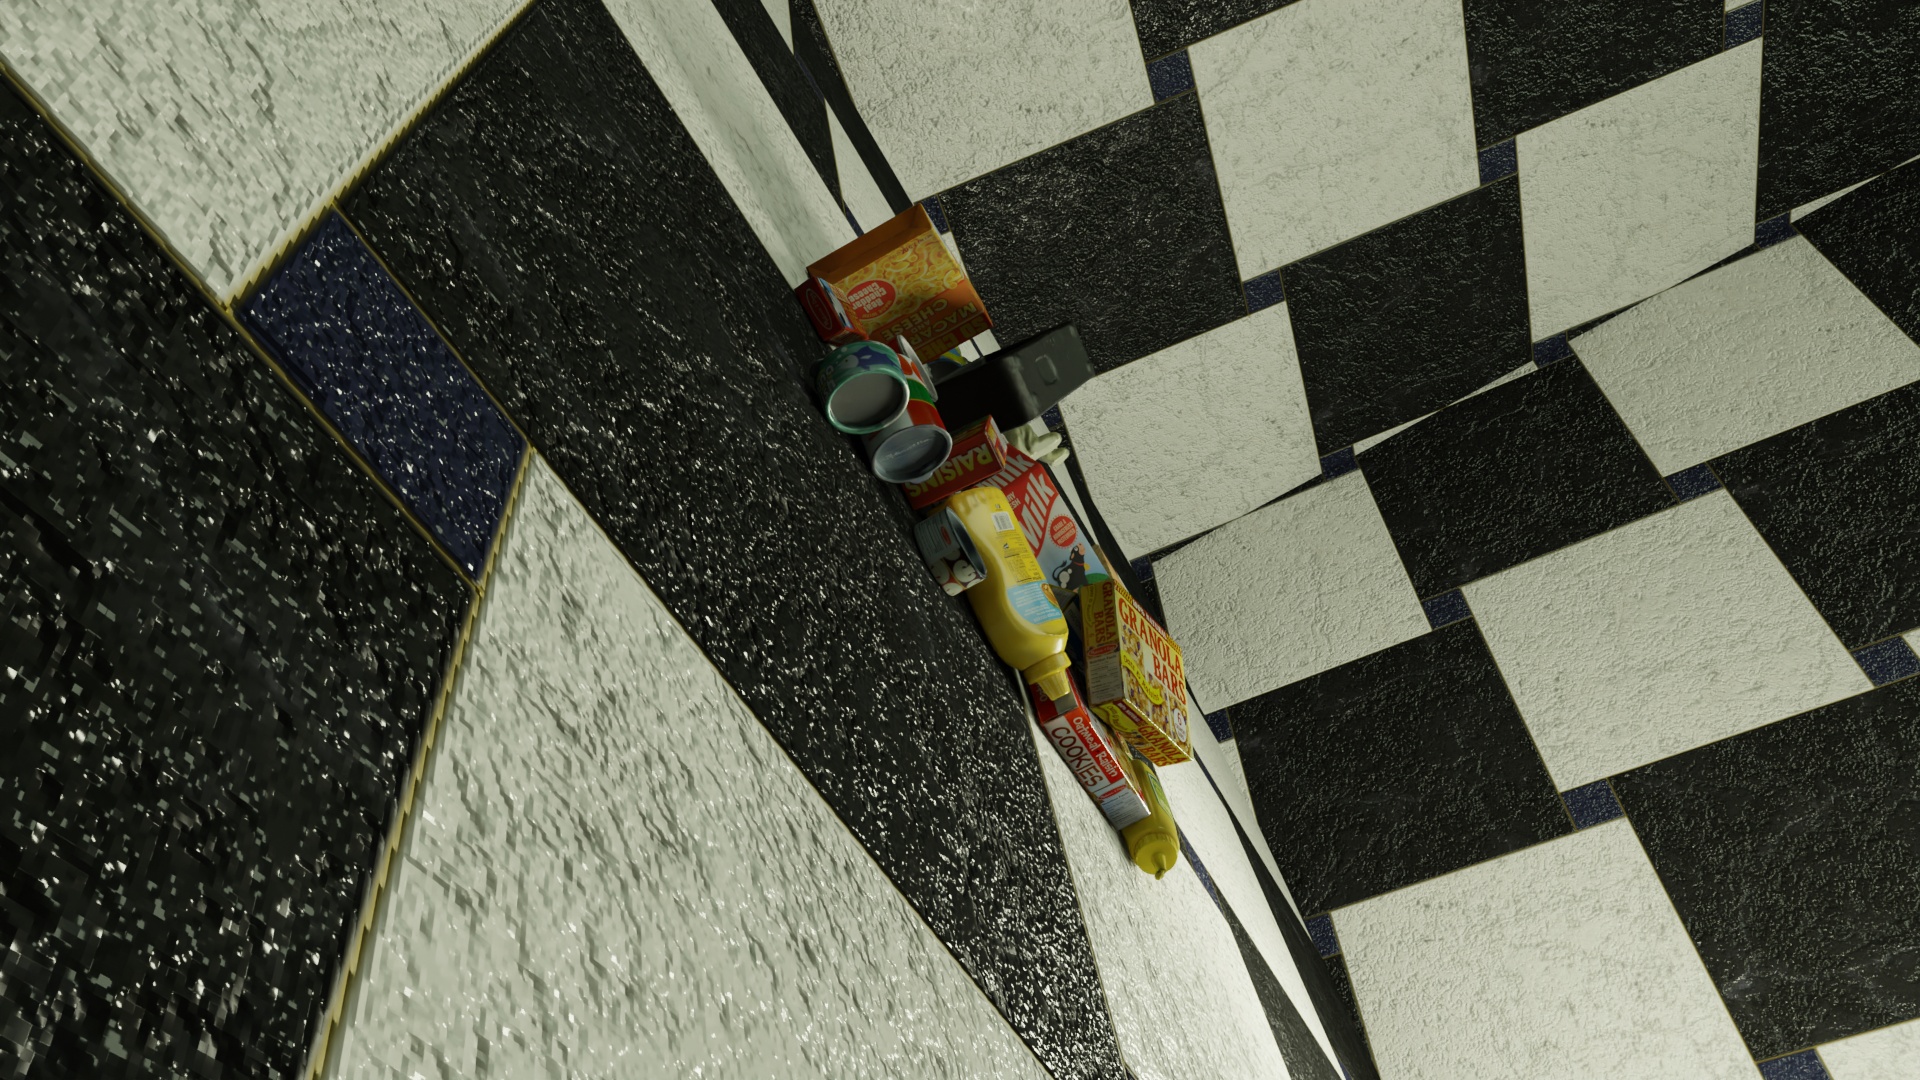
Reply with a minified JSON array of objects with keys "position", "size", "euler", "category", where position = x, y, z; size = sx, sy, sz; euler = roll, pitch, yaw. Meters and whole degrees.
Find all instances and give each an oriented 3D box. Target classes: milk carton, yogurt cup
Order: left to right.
[{"position":[-0.059,-0.142,1.239],"size":[0.072,0.054,0.072],"euler":[59,8,-14],"category":"yogurt cup"},{"position":[0.066,-0.011,1.400],"size":[0.190,0.072,0.073],"euler":[57,-25,-12],"category":"milk carton"}]

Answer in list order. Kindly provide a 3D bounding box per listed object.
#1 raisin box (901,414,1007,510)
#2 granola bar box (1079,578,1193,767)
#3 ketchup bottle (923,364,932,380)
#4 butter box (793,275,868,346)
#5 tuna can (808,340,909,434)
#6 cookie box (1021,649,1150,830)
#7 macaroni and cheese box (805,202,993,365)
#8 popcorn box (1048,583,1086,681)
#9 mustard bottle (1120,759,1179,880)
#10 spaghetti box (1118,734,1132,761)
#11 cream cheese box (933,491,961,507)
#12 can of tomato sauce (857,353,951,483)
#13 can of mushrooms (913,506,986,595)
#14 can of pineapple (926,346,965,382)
[{"position":[-0.006,-0.069,1.210],"size":[0.123,0.086,0.040],"euler":[-75,140,-78],"category":"raisin box"},{"position":[0.165,0.127,1.300],"size":[0.165,0.039,0.125],"euler":[43,38,-48],"category":"granola bar box"},{"position":[-0.077,-0.226,1.447],"size":[0.149,0.043,0.065],"euler":[62,9,8],"category":"ketchup bottle"},{"position":[-0.112,-0.198,1.215],"size":[0.053,0.024,0.103],"euler":[61,8,1],"category":"butter box"},{"position":[-0.074,-0.112,1.022],"size":[0.071,0.071,0.033],"euler":[51,13,-51],"category":"tuna can"},{"position":[0.109,0.169,1.275],"size":[0.167,0.040,0.123],"euler":[56,9,-36],"category":"cookie box"},{"position":[-0.054,-0.234,1.334],"size":[0.166,0.123,0.040],"euler":[49,16,-58],"category":"macaroni and cheese box"},{"position":[0.100,0.094,1.342],"size":[0.085,0.038,0.126],"euler":[16,-32,49],"category":"popcorn box"},{"position":[0.177,0.270,1.309],"size":[0.065,0.049,0.161],"euler":[56,9,-22],"category":"mustard bottle"},{"position":[0.125,0.136,1.515],"size":[0.050,0.028,0.251],"euler":[52,12,-48],"category":"spaghetti box"},{"position":[0.005,-0.016,1.311],"size":[0.053,0.024,0.103],"euler":[63,9,17],"category":"cream cheese box"},{"position":[-0.051,-0.096,1.098],"size":[0.071,0.071,0.083],"euler":[50,13,-55],"category":"can of tomato sauce"},{"position":[-0.007,0.010,1.119],"size":[0.071,0.033,0.071],"euler":[59,8,-13],"category":"can of mushrooms"},{"position":[-0.028,-0.188,1.550],"size":[0.070,0.071,0.058],"euler":[55,10,-35],"category":"can of pineapple"}]
